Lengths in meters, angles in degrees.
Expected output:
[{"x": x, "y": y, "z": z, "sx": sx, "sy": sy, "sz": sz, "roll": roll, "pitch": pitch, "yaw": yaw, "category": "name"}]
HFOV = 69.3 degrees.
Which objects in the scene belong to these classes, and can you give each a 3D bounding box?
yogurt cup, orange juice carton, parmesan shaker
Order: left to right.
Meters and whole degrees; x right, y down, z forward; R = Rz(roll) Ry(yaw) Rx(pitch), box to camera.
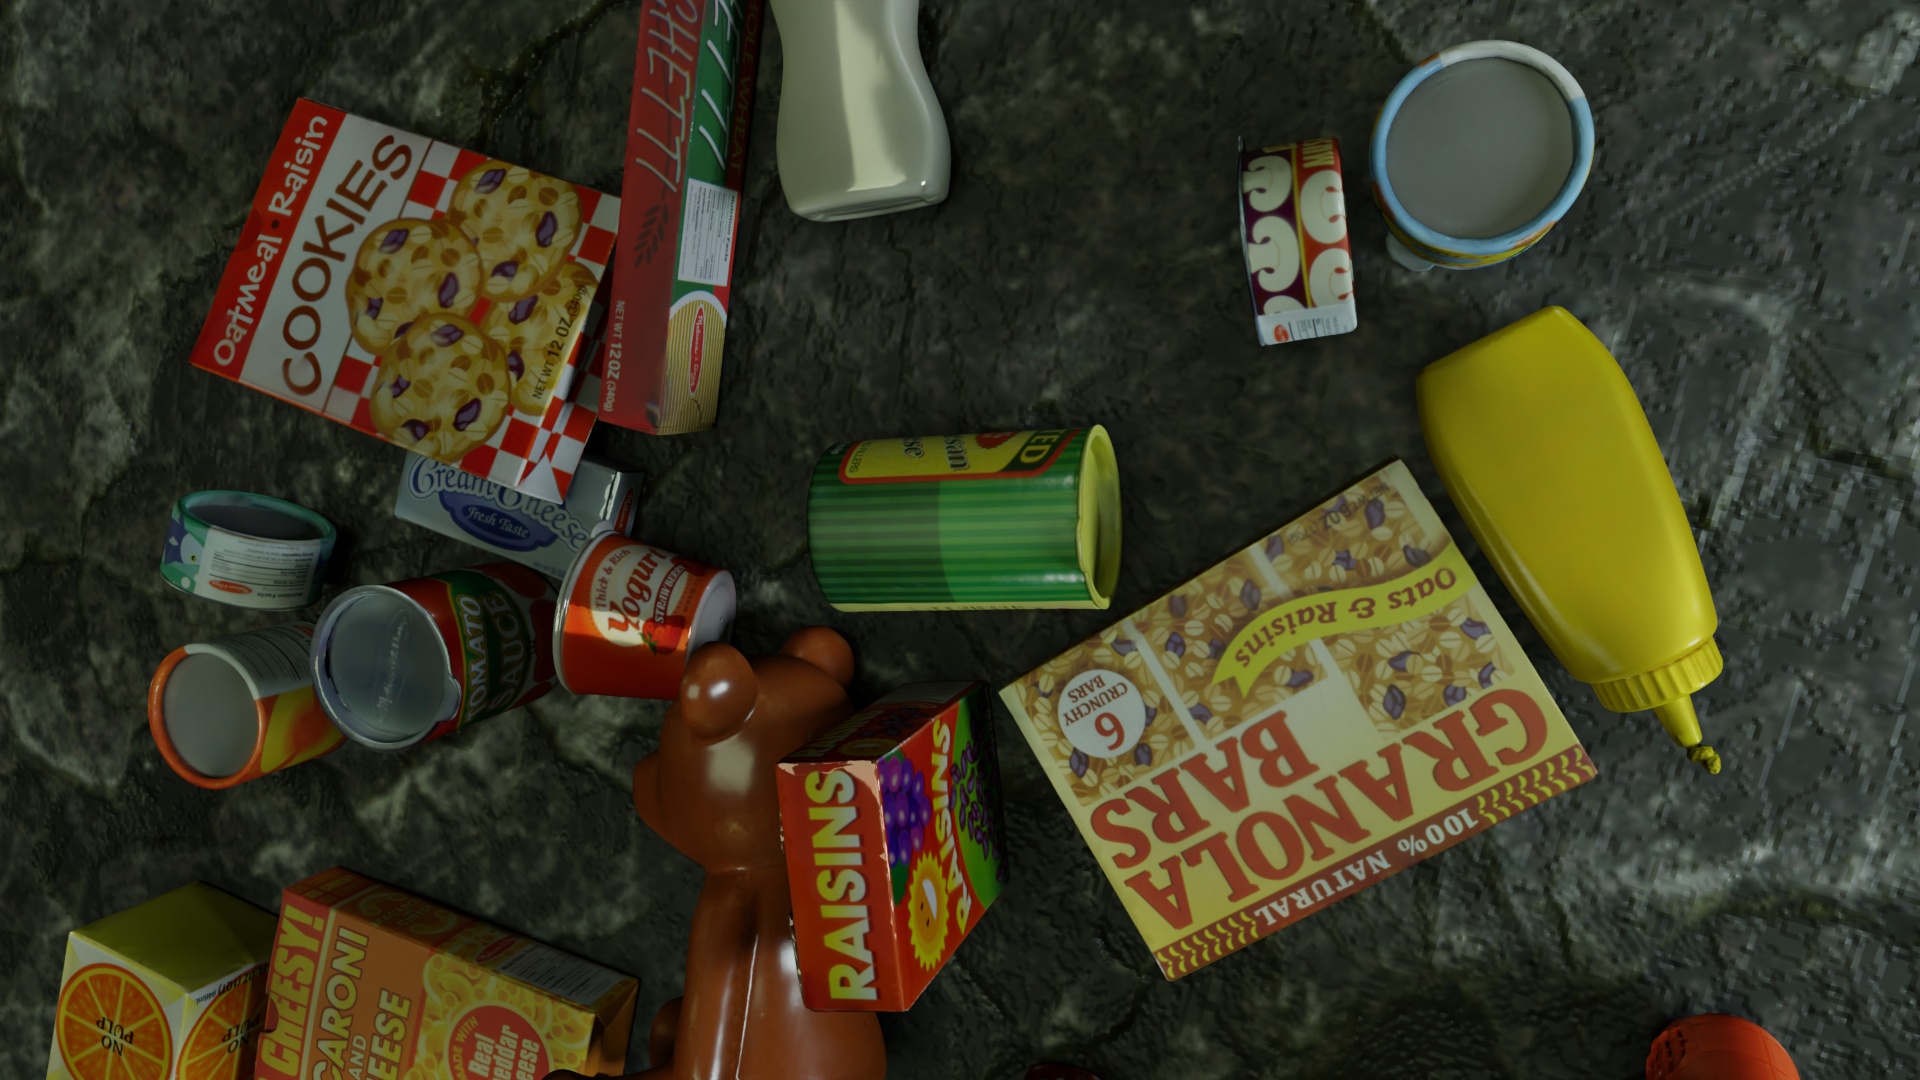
[{"x": -0.379, "y": 0.272, "z": 0.660, "sx": 0.073, "sy": 0.072, "sz": 0.192, "roll": 18, "pitch": 100, "yaw": 16, "category": "orange juice carton"}, {"x": -0.125, "y": 0.033, "z": 0.560, "sx": 0.054, "sy": 0.072, "sz": 0.072, "roll": 10, "pitch": 99, "yaw": 8, "category": "yogurt cup"}, {"x": 0.002, "y": -0.006, "z": 0.510, "sx": 0.103, "sy": 0.071, "sz": 0.071, "roll": -2, "pitch": 95, "yaw": 18, "category": "parmesan shaker"}]

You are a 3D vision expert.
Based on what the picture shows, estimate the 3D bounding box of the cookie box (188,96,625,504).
[{"x": -0.221, "y": -0.101, "z": 0.573, "sx": 0.167, "sy": 0.040, "sz": 0.123, "roll": 20, "pitch": 87, "yaw": 15, "category": "cookie box"}]

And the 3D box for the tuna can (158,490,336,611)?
[{"x": -0.316, "y": 0.003, "z": 0.617, "sx": 0.071, "sy": 0.071, "sz": 0.032, "roll": 22, "pitch": 101, "yaw": 14, "category": "tuna can"}]

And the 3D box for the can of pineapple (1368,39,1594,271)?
[{"x": 0.167, "y": -0.122, "z": 0.452, "sx": 0.071, "sy": 0.058, "sz": 0.071, "roll": 2, "pitch": 97, "yaw": 17, "category": "can of pineapple"}]

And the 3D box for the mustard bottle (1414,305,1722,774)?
[{"x": 0.208, "y": 0.004, "z": 0.457, "sx": 0.065, "sy": 0.049, "sz": 0.160, "roll": -26, "pitch": 88, "yaw": 19, "category": "mustard bottle"}]

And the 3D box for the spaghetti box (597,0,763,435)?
[{"x": -0.103, "y": -0.167, "z": 0.538, "sx": 0.029, "sy": 0.050, "sz": 0.249, "roll": 10, "pitch": 98, "yaw": 15, "category": "spaghetti box"}]

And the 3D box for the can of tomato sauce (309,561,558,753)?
[{"x": -0.211, "y": 0.046, "z": 0.577, "sx": 0.071, "sy": 0.083, "sz": 0.071, "roll": 2, "pitch": 97, "yaw": 17, "category": "can of tomato sauce"}]

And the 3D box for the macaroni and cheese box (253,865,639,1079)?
[{"x": -0.236, "y": 0.233, "z": 0.627, "sx": 0.166, "sy": 0.040, "sz": 0.123, "roll": 15, "pitch": 99, "yaw": 16, "category": "macaroni and cheese box"}]

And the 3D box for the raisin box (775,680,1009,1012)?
[{"x": -0.021, "y": 0.104, "z": 0.501, "sx": 0.040, "sy": 0.123, "sz": 0.086, "roll": -4, "pitch": 95, "yaw": 18, "category": "raisin box"}]

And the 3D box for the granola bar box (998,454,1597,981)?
[{"x": 0.116, "y": 0.064, "z": 0.498, "sx": 0.165, "sy": 0.039, "sz": 0.124, "roll": -32, "pitch": 85, "yaw": 18, "category": "granola bar box"}]

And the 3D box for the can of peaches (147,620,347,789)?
[{"x": -0.319, "y": 0.076, "z": 0.628, "sx": 0.071, "sy": 0.058, "sz": 0.071, "roll": 2, "pitch": 96, "yaw": 17, "category": "can of peaches"}]

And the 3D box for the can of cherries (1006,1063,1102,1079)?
[{"x": 0.035, "y": 0.246, "z": 0.532, "sx": 0.071, "sy": 0.058, "sz": 0.071, "roll": 2, "pitch": 95, "yaw": 17, "category": "can of cherries"}]

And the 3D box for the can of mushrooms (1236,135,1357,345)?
[{"x": 0.113, "y": -0.103, "z": 0.467, "sx": 0.033, "sy": 0.071, "sz": 0.071, "roll": -6, "pitch": 94, "yaw": 18, "category": "can of mushrooms"}]

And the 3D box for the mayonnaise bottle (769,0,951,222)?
[{"x": -0.042, "y": -0.198, "z": 0.521, "sx": 0.065, "sy": 0.041, "sz": 0.148, "roll": -5, "pitch": 93, "yaw": 17, "category": "mayonnaise bottle"}]

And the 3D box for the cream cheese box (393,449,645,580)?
[{"x": -0.190, "y": -0.020, "z": 0.594, "sx": 0.104, "sy": 0.024, "sz": 0.053, "roll": 19, "pitch": 100, "yaw": 15, "category": "cream cheese box"}]
